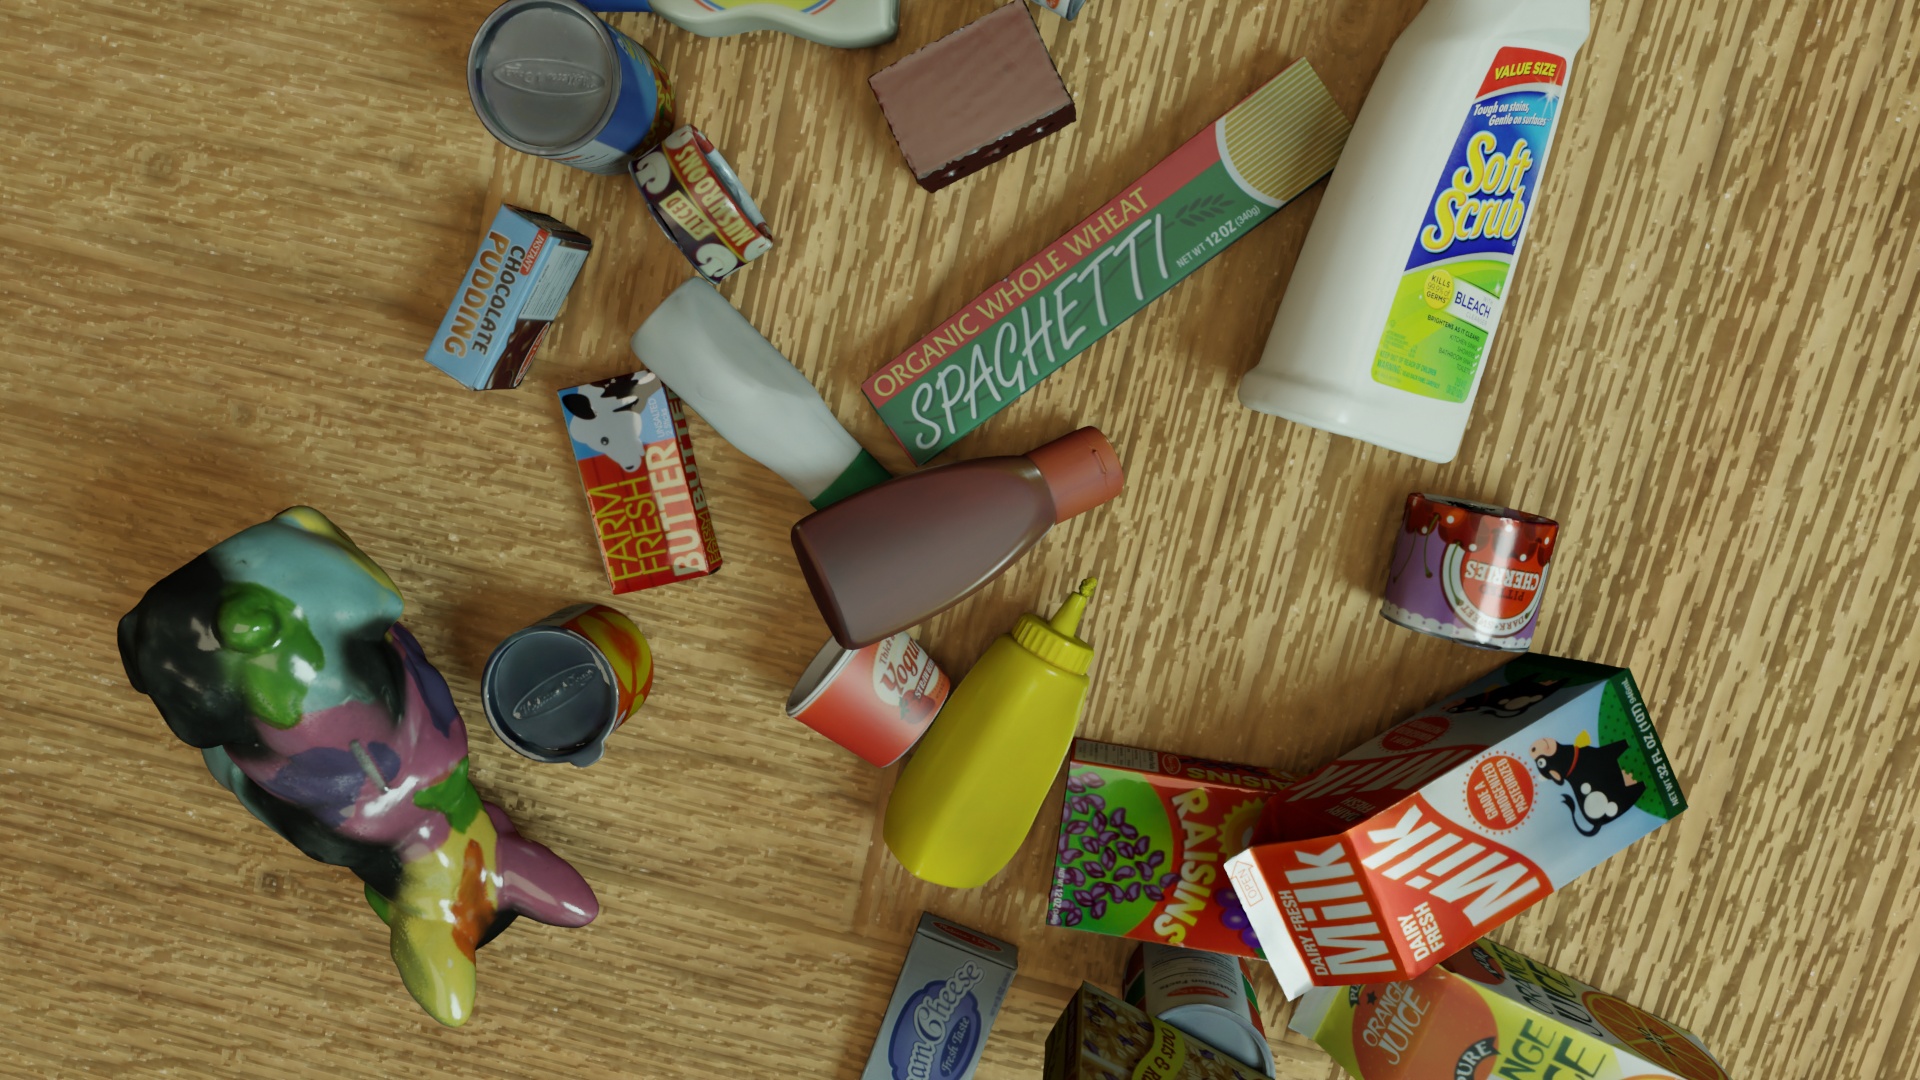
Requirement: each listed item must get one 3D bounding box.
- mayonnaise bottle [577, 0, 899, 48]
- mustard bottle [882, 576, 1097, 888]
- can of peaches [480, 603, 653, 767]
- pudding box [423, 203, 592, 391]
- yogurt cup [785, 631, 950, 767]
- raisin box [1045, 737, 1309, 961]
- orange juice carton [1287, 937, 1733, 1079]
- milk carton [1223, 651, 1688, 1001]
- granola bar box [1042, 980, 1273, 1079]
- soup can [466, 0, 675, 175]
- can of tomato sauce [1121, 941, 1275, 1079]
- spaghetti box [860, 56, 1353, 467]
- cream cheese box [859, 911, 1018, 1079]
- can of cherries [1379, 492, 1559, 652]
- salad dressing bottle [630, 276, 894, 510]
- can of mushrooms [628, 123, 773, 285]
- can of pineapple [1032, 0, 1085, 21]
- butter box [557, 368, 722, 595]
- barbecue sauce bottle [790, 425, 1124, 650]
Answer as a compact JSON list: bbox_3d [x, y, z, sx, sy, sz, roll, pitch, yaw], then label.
[{"bbox_3d":[-0.102,-0.256,0.625,0.148,0.041,0.064,2,100,4],"label":"mayonnaise bottle"},{"bbox_3d":[0.023,0.086,0.655,0.065,0.049,0.160,24,98,-43],"label":"mustard bottle"},{"bbox_3d":[-0.187,0.069,0.672,0.071,0.058,0.071,1,99,4],"label":"can of peaches"},{"bbox_3d":[-0.211,-0.112,0.651,0.030,0.050,0.083,31,100,1],"label":"pudding box"},{"bbox_3d":[-0.042,0.070,0.657,0.054,0.072,0.072,40,100,-10],"label":"yogurt cup"},{"bbox_3d":[0.108,0.149,0.667,0.123,0.040,0.086,8,98,5],"label":"raisin box"},{"bbox_3d":[0.255,0.239,0.650,0.193,0.073,0.071,24,100,2],"label":"orange juice carton"},{"bbox_3d":[0.208,0.125,0.608,0.191,0.073,0.072,-27,96,-11],"label":"milk carton"},{"bbox_3d":[0.091,0.253,0.534,0.124,0.166,0.039,27,103,0],"label":"granola bar box"},{"bbox_3d":[-0.169,-0.202,0.617,0.071,0.084,0.071,1,99,5],"label":"soup can"},{"bbox_3d":[0.109,0.232,0.656,0.071,0.083,0.071,1,99,5],"label":"can of tomato sauce"},{"bbox_3d":[0.065,-0.123,0.636,0.250,0.029,0.050,-35,93,9],"label":"spaghetti box"},{"bbox_3d":[-0.013,0.245,0.699,0.053,0.024,0.103,21,100,2],"label":"cream cheese box"},{"bbox_3d":[0.228,0.013,0.620,0.071,0.071,0.058,12,99,3],"label":"can of cherries"},{"bbox_3d":[-0.084,-0.056,0.645,0.147,0.064,0.044,44,109,-10],"label":"salad dressing bottle"},{"bbox_3d":[-0.116,-0.151,0.627,0.033,0.071,0.071,-32,95,8],"label":"can of mushrooms"},{"bbox_3d":[0.038,-0.270,0.599,0.058,0.071,0.071,28,100,0],"label":"can of pineapple"},{"bbox_3d":[-0.154,-0.029,0.671,0.053,0.024,0.103,-13,97,7],"label":"butter box"},{"bbox_3d":[0.002,-0.008,0.626,0.149,0.043,0.065,-25,90,-16],"label":"barbecue sauce bottle"}]
